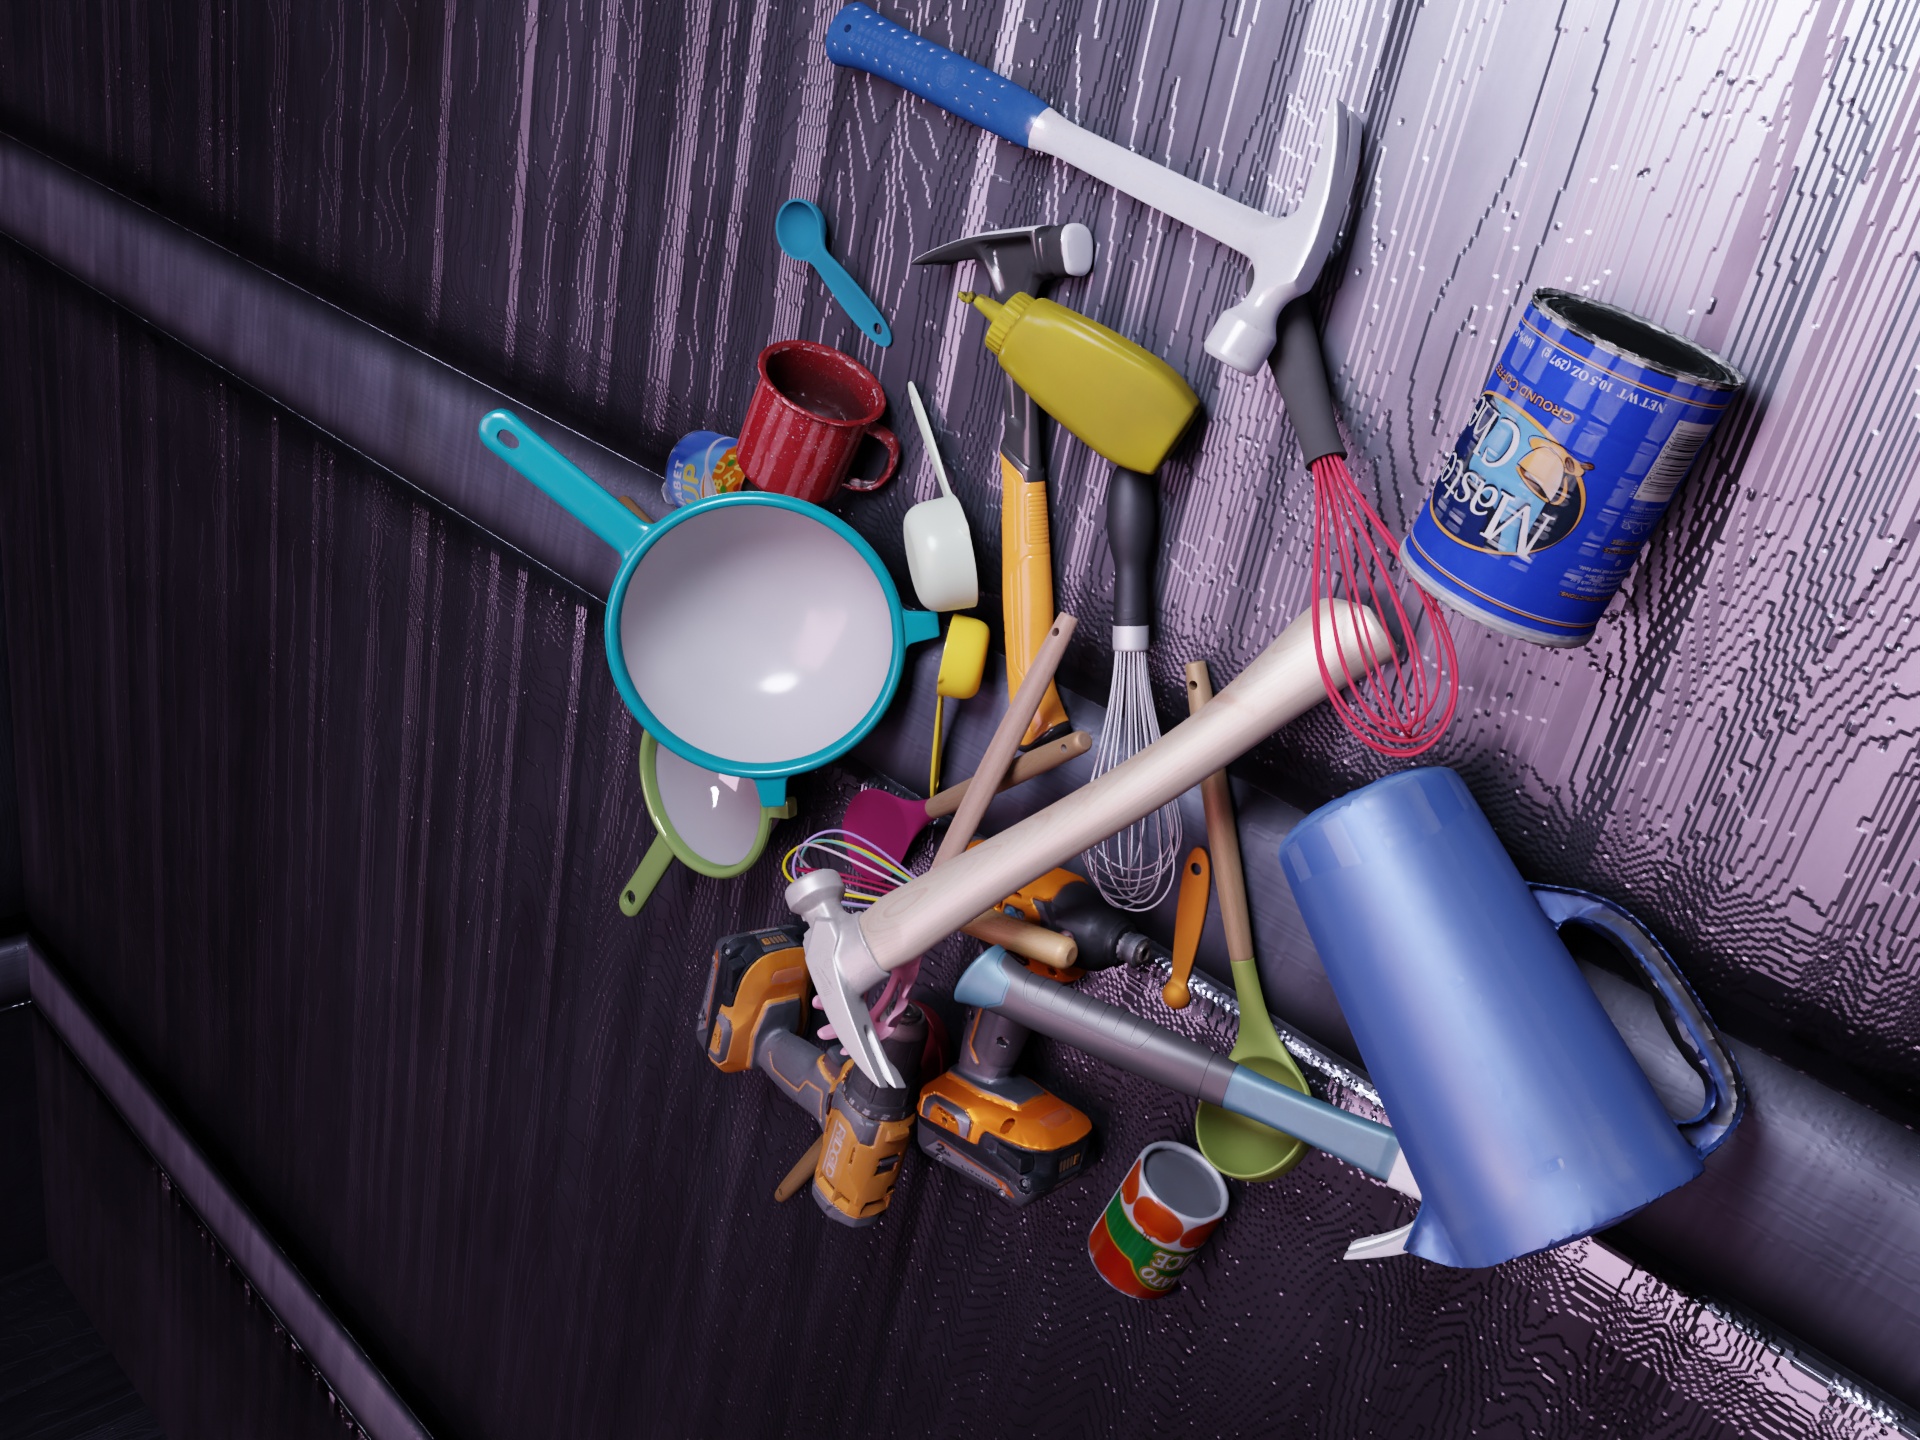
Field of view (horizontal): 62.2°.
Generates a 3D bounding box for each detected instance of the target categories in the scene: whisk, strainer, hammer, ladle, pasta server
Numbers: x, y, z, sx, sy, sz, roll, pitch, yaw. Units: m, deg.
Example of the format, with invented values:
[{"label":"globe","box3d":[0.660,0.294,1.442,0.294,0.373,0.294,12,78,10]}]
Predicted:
[{"label":"whisk","box3d":[0.201,-0.121,0.853,0.073,0.073,0.296,-28,68,43]},{"label":"strainer","box3d":[-0.209,0.078,1.301,0.152,0.069,0.256,52,131,17]},{"label":"hammer","box3d":[0.035,-0.145,1.039,0.127,0.034,0.336,7,106,41]},{"label":"whisk","box3d":[0.107,-0.020,0.993,0.070,0.070,0.284,7,101,42]},{"label":"ladle","box3d":[-0.084,0.316,1.277,0.315,0.031,0.069,-53,56,40]},{"label":"hammer","box3d":[0.078,0.066,0.942,0.410,0.038,0.146,-34,65,19]},{"label":"ladle","box3d":[0.163,0.123,0.976,0.078,0.062,0.320,-7,93,38]},{"label":"strainer","box3d":[-0.192,-0.110,1.140,0.340,0.095,0.211,40,105,-13]},{"label":"pasta server","box3d":[-0.004,0.073,1.022,0.060,0.040,0.316,31,99,32]},{"label":"hammer","box3d":[0.059,-0.353,0.946,0.406,0.035,0.144,40,108,33]},{"label":"hammer","box3d":[0.148,0.210,0.946,0.331,0.033,0.128,20,95,21]},{"label":"whisk","box3d":[-0.027,0.124,1.072,0.245,0.047,0.051,16,102,36]}]

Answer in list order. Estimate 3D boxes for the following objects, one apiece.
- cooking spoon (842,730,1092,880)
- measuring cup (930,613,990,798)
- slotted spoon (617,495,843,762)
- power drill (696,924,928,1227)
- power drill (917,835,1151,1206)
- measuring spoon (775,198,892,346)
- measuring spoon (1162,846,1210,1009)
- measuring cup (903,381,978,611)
[{"label":"cooking spoon","box3d":[-0.005,0.056,1.107,0.319,0.017,0.069,-28,76,55]},{"label":"measuring cup","box3d":[-0.002,-0.004,1.111,0.029,0.062,0.156,10,127,4]},{"label":"slotted spoon","box3d":[-0.190,-0.081,1.272,0.314,0.031,0.070,47,121,26]},{"label":"power drill","box3d":[-0.108,0.246,1.221,0.226,0.084,0.185,41,124,41]},{"label":"power drill","box3d":[0.050,0.208,1.088,0.164,0.084,0.226,17,108,39]},{"label":"measuring spoon","box3d":[-0.083,-0.314,1.122,0.129,0.021,0.042,53,130,8]},{"label":"measuring spoon","box3d":[0.144,0.135,1.025,0.021,0.011,0.117,22,115,37]},{"label":"measuring cup","box3d":[-0.027,-0.152,1.075,0.083,0.038,0.168,103,152,-73]}]
